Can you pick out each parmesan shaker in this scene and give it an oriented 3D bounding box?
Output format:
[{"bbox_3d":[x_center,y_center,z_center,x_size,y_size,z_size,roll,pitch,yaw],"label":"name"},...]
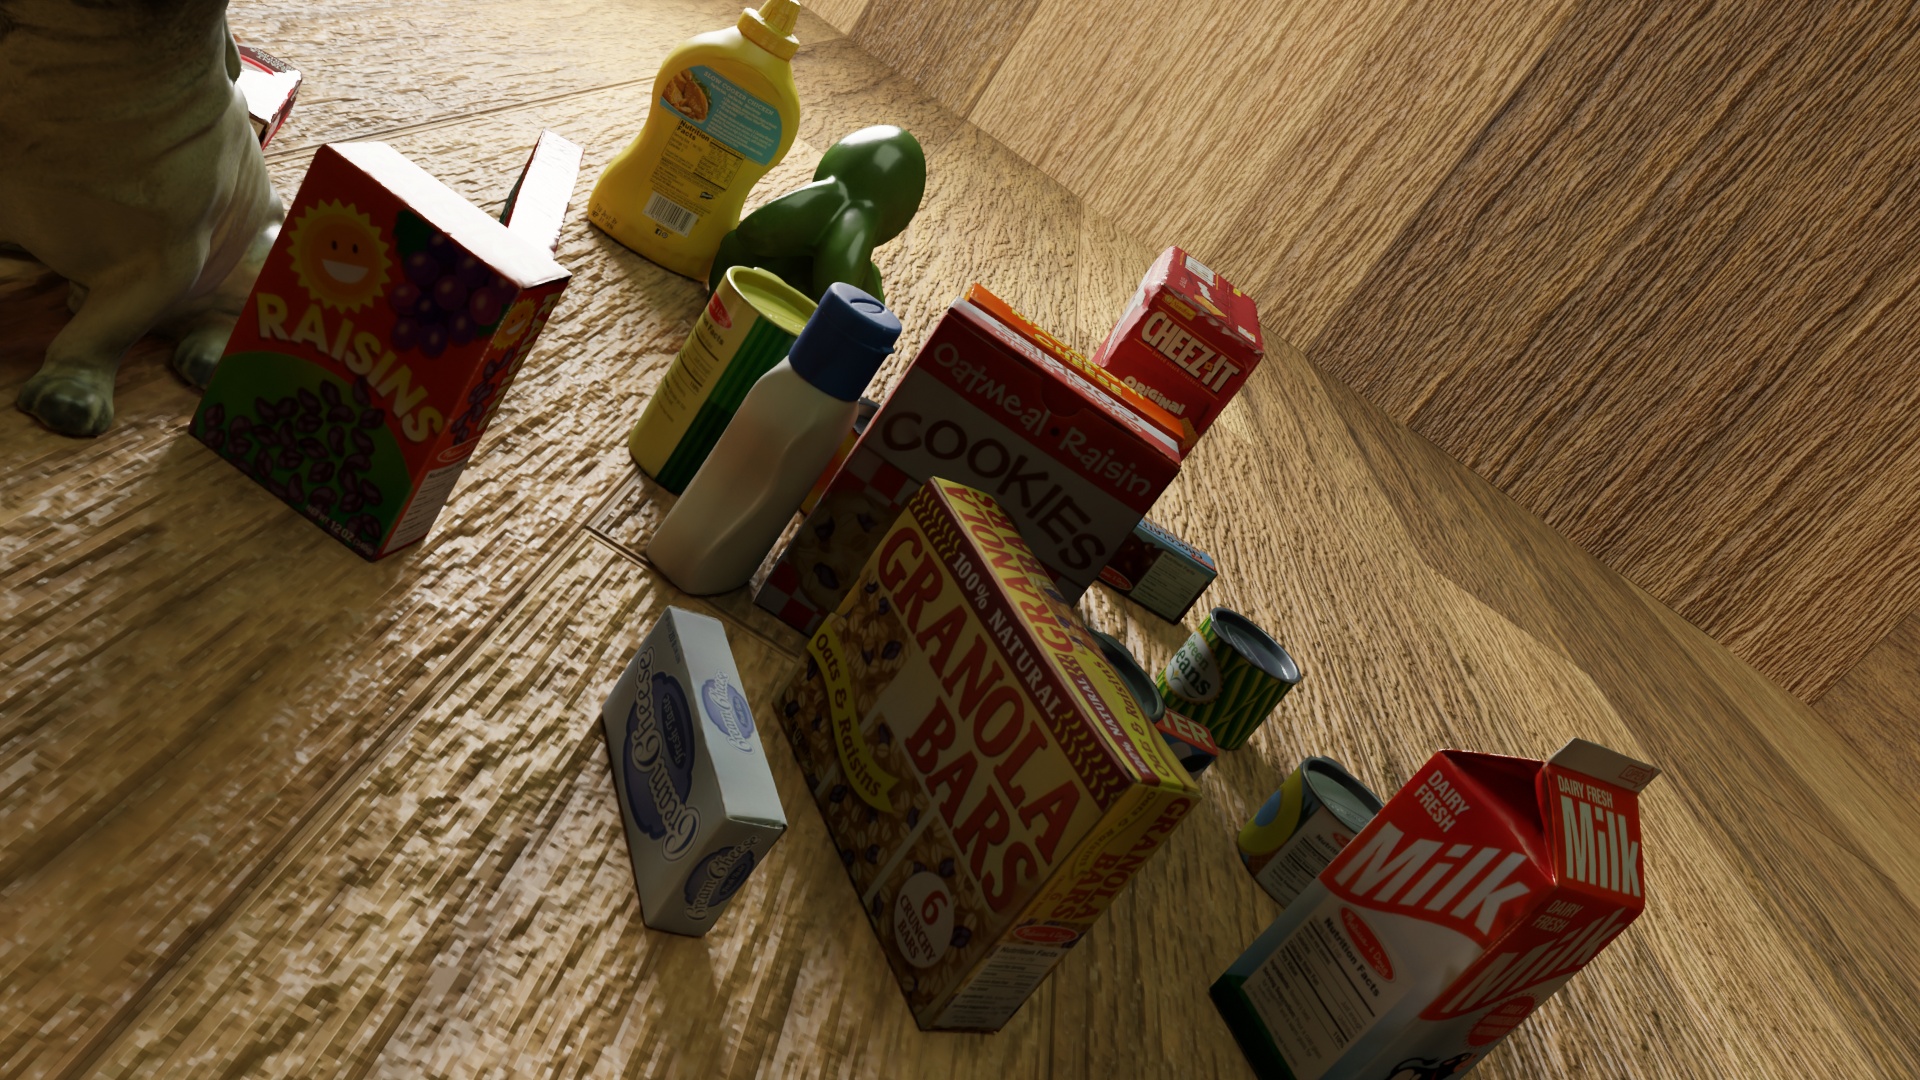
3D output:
[{"bbox_3d":[-0.113,-0.077,0.693,0.071,0.102,0.071,31,21,-13],"label":"parmesan shaker"}]

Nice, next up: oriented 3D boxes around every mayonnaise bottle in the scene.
[{"bbox_3d":[-0.079,-0.043,0.610,0.041,0.147,0.065,41,21,12],"label":"mayonnaise bottle"}]

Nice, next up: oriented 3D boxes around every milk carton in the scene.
[{"bbox_3d":[0.197,0.152,0.559,0.072,0.190,0.074,20,26,-37],"label":"milk carton"}]

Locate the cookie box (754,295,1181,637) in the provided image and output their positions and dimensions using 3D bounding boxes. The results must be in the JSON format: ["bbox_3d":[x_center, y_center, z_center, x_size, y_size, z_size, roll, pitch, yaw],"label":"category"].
[{"bbox_3d":[0.002,-0.008,0.634,0.123,0.167,0.040,33,20,-8],"label":"cookie box"}]

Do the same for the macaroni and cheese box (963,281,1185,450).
[{"bbox_3d":[0.010,-0.023,0.679,0.124,0.166,0.040,33,20,-8],"label":"macaroni and cheese box"}]

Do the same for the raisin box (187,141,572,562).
[{"bbox_3d":[-0.208,-0.067,0.498,0.086,0.123,0.040,36,20,0],"label":"raisin box"}]

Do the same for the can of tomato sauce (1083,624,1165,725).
[{"bbox_3d":[0.039,0.084,0.611,0.071,0.082,0.071,31,21,-13],"label":"can of tomato sauce"}]

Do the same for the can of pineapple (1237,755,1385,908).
[{"bbox_3d":[0.187,0.155,0.724,0.071,0.057,0.071,31,21,-13],"label":"can of pineapple"}]

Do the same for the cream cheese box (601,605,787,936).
[{"bbox_3d":[-0.092,0.075,0.469,0.024,0.053,0.104,21,25,-35],"label":"cream cheese box"}]

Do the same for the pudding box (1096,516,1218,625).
[{"bbox_3d":[0.126,0.015,0.943,0.083,0.049,0.030,30,21,-15],"label":"pudding box"}]

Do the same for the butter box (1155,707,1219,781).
[{"bbox_3d":[0.069,0.096,0.674,0.103,0.053,0.024,28,22,-21],"label":"butter box"}]

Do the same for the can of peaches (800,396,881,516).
[{"bbox_3d":[-0.052,-0.036,0.765,0.071,0.058,0.071,31,21,-13],"label":"can of peaches"}]

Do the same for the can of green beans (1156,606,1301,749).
[{"bbox_3d":[0.161,0.083,0.837,0.071,0.057,0.071,31,21,-13],"label":"can of green beans"}]

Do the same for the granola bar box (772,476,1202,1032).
[{"bbox_3d":[0.000,0.074,0.515,0.039,0.123,0.166,18,27,-40],"label":"granola bar box"}]

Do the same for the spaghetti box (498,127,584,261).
[{"bbox_3d":[-0.242,-0.173,0.776,0.028,0.050,0.251,27,23,-24],"label":"spaghetti box"}]
